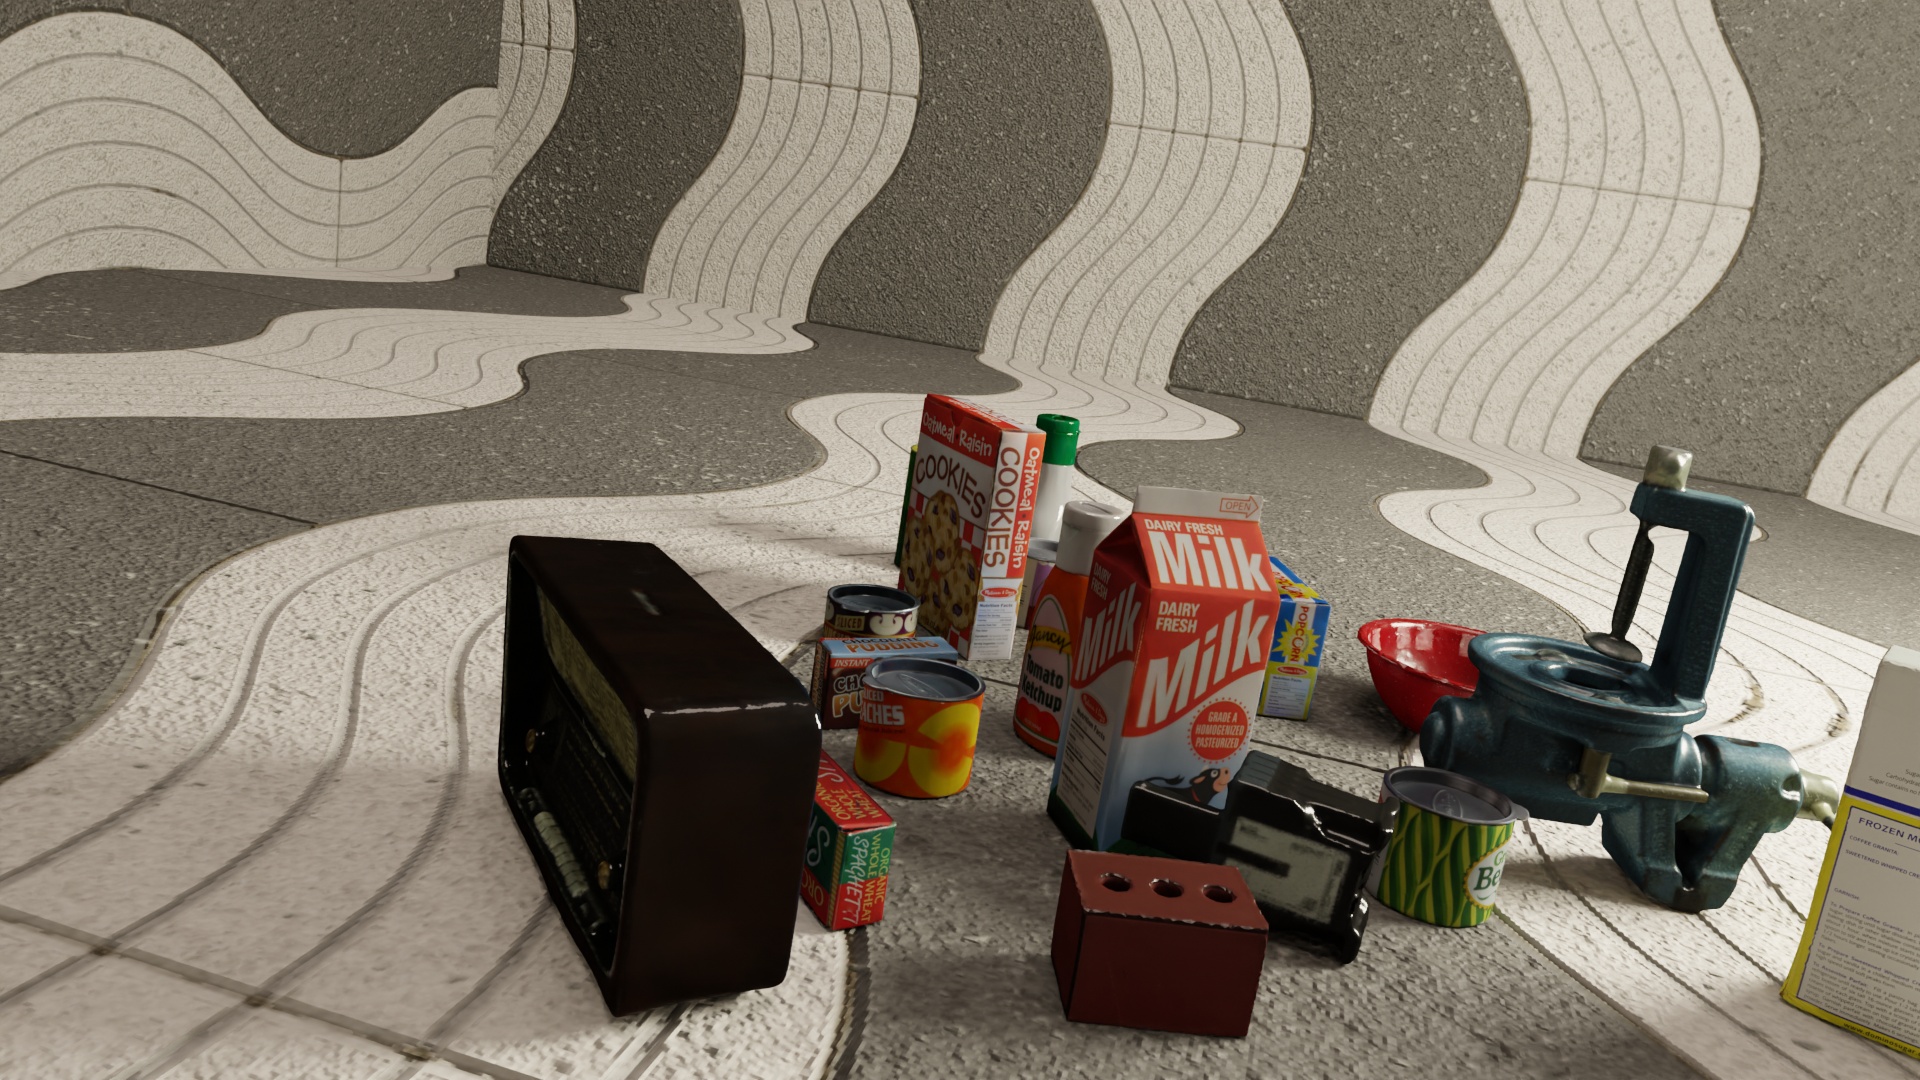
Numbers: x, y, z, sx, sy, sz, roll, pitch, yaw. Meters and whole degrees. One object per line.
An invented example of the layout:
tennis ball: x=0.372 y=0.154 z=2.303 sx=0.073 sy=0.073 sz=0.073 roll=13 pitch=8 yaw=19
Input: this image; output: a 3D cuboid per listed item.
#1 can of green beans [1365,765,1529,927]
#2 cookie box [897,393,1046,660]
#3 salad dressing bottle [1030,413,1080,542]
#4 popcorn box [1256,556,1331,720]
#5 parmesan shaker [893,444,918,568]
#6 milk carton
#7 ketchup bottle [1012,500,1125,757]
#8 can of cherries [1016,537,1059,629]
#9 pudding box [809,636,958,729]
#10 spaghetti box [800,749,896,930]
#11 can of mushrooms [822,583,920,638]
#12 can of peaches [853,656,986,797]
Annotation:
can of green beans: x=0.243 y=0.155 z=0.707 sx=0.071 sy=0.057 sz=0.071 roll=8 pitch=13 yaw=-2
cookie box: x=0.004 y=-0.013 z=1.009 sx=0.040 sy=0.167 sz=0.123 roll=1 pitch=15 yaw=-28
salad dressing bottle: x=0.072 y=-0.032 z=1.172 sx=0.044 sy=0.147 sz=0.064 roll=11 pitch=13 yaw=11
popcorn box: x=0.221 y=0.066 z=0.997 sx=0.038 sy=0.085 sz=0.127 roll=7 pitch=14 yaw=-6
parmesan shaker: x=-0.015 y=-0.025 z=1.185 sx=0.071 sy=0.102 sz=0.071 roll=8 pitch=13 yaw=-2
milk carton: x=0.103 y=0.067 z=0.700 sx=0.072 sy=0.190 sz=0.073 roll=4 pitch=14 yaw=-18
ketchup bottle: x=0.069 y=0.052 z=0.826 sx=0.043 sy=0.148 sz=0.065 roll=0 pitch=16 yaw=-34
can of cherries: x=0.066 y=0.034 z=1.086 sx=0.071 sy=0.058 sz=0.071 roll=8 pitch=13 yaw=-2
pudding box: x=-0.046 y=0.084 z=0.833 sx=0.084 sy=0.049 sz=0.030 roll=2 pitch=15 yaw=-26
spaghetti box: x=-0.101 y=0.110 z=0.694 sx=0.029 sy=0.050 sz=0.250 roll=1 pitch=16 yaw=-31
can of mushrooms: x=-0.064 y=0.055 z=0.974 sx=0.071 sy=0.033 sz=0.071 roll=8 pitch=14 yaw=-2
can of peaches: x=-0.025 y=0.102 z=0.759 sx=0.071 sy=0.058 sz=0.071 roll=8 pitch=13 yaw=-2
